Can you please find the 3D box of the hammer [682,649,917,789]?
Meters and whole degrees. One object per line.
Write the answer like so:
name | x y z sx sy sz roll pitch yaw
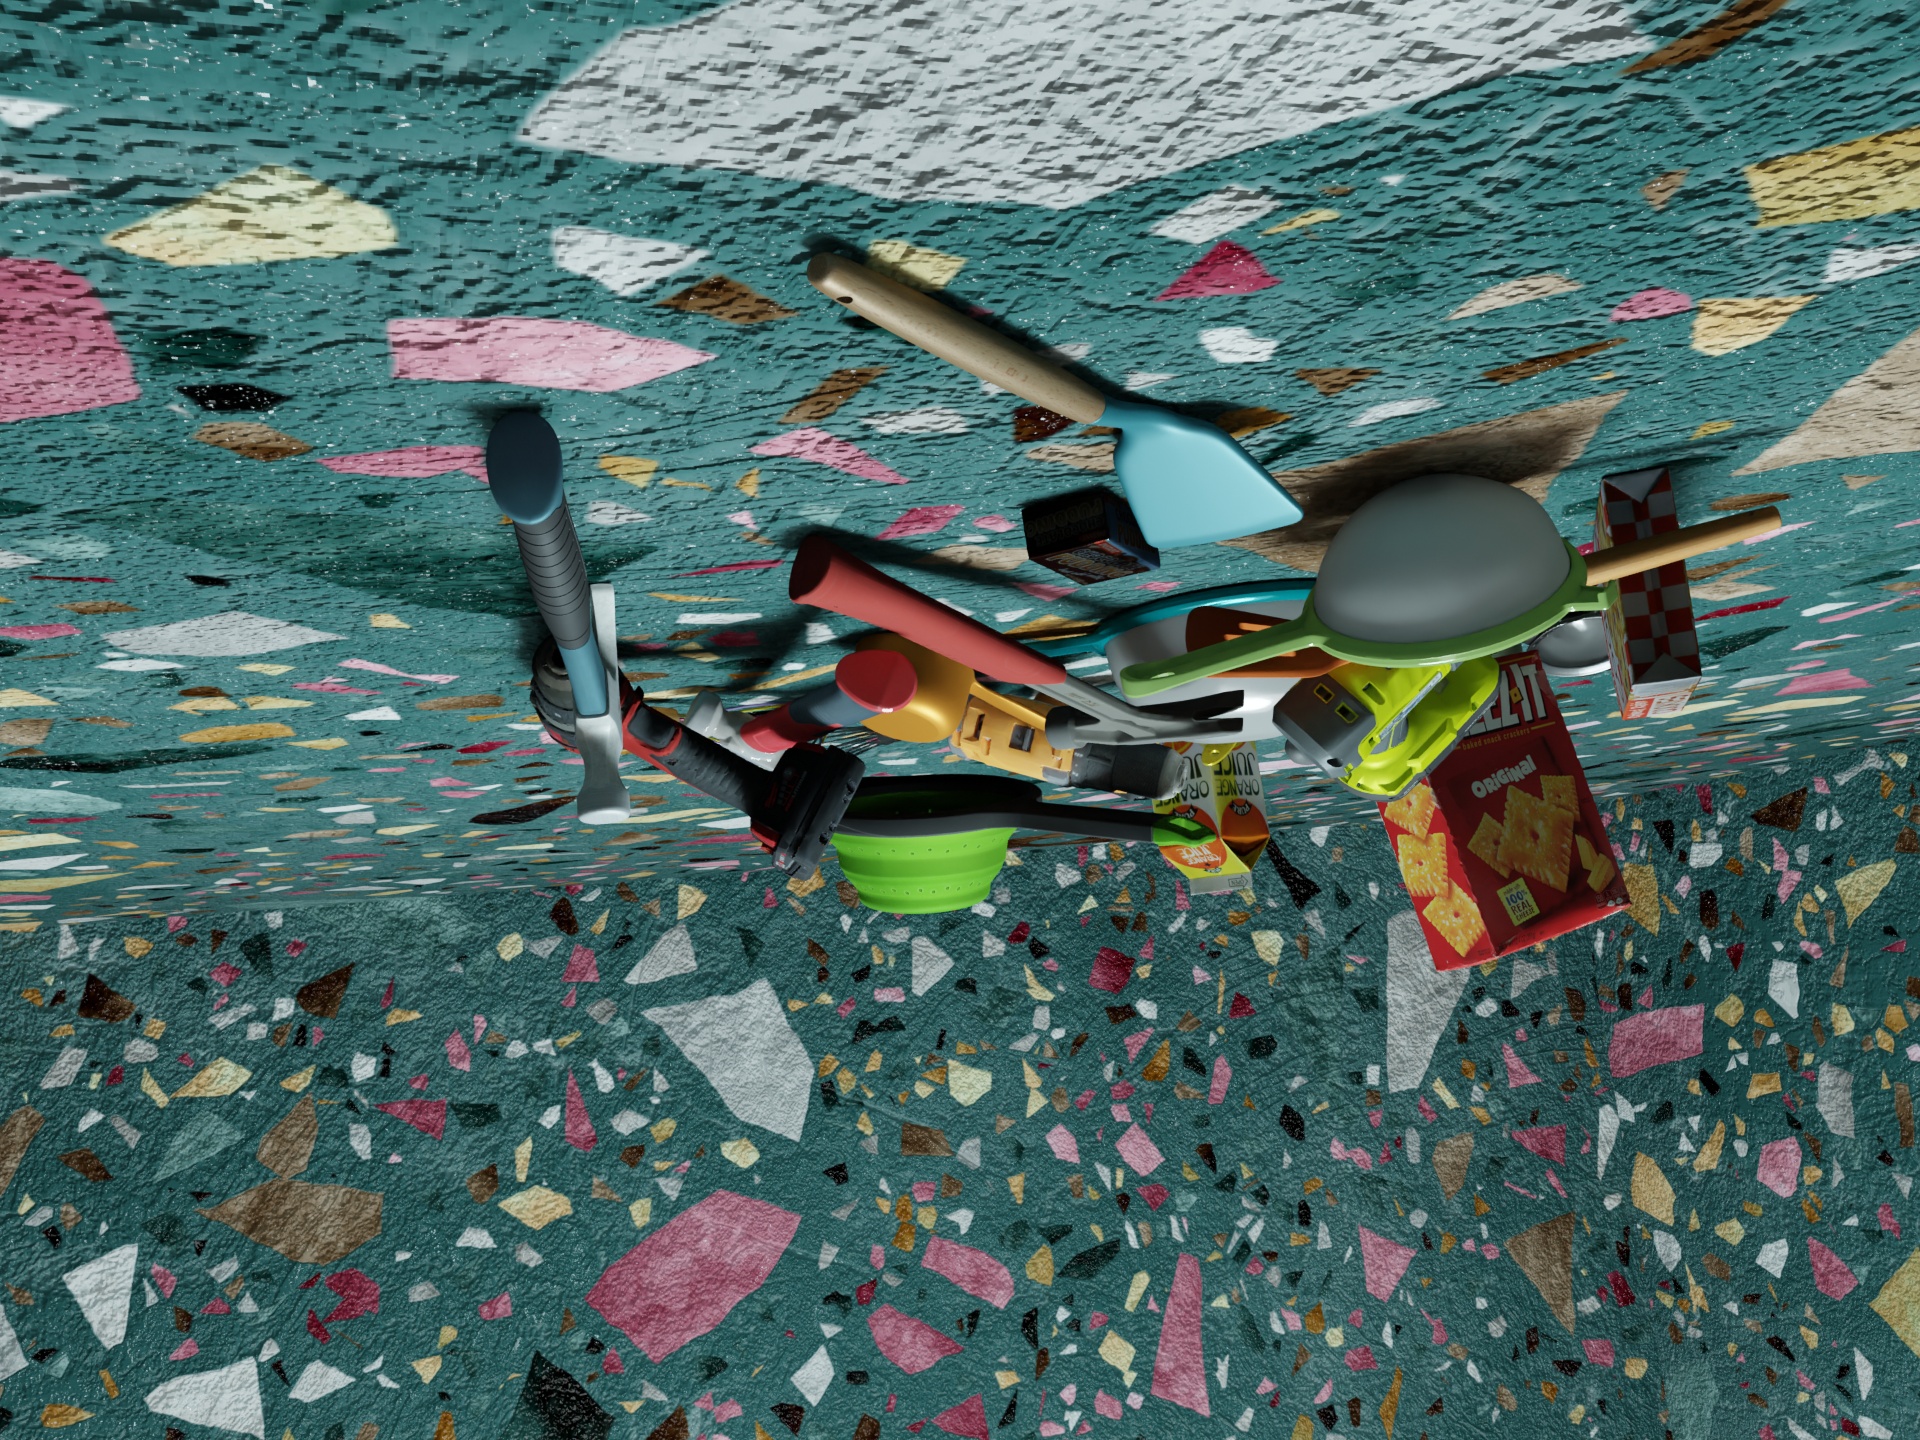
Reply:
hammer | -0.090 0.004 1.097 0.143 0.038 0.386 26 166 -16

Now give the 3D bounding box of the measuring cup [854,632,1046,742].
measuring cup | -0.002 -0.004 1.144 0.173 0.052 0.095 24 157 -19

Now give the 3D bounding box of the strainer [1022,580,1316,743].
strainer | 0.143 -0.025 1.172 0.340 0.095 0.211 -7 171 -3

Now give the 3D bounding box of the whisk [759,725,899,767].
whisk | -0.091 0.019 1.416 0.284 0.070 0.070 -16 168 24

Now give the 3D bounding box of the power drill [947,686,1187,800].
power drill | 0.109 0.022 1.296 0.185 0.084 0.226 15 -177 19

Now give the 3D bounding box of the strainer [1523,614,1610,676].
strainer | 0.433 -0.070 1.261 0.258 0.050 0.086 3 149 -16

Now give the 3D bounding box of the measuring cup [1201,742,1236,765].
measuring cup | 0.234 -0.005 1.271 0.062 0.029 0.156 16 -133 34

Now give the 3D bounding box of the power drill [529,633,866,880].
power drill | -0.181 0.016 1.053 0.226 0.080 0.188 27 166 -2

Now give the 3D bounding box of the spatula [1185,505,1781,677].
spatula | 0.288 -0.074 0.896 0.322 0.041 0.081 -16 -150 16

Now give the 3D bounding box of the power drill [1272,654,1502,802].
power drill | 0.297 -0.035 1.034 0.190 0.080 0.228 -47 159 4

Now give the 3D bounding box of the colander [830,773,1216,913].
colander | 0.029 0.109 1.274 0.397 0.094 0.204 3 -171 41

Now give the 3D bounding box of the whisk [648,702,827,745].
whisk | -0.212 -0.001 1.289 0.244 0.051 0.047 6 144 -37

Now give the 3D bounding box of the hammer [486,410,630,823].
hammer | -0.194 -0.052 0.790 0.033 0.128 0.331 -5 162 -9

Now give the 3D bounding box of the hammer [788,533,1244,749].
hammer | 0.032 -0.040 0.982 0.149 0.037 0.358 -7 162 36

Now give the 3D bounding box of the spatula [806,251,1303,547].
spatula | 0.043 -0.126 0.654 0.082 0.044 0.317 -8 170 34

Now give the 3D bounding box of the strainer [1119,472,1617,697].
strainer | 0.204 -0.078 0.858 0.256 0.069 0.152 -17 -153 1

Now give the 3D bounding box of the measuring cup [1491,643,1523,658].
measuring cup | 0.402 -0.060 1.312 0.167 0.038 0.083 5 165 -43

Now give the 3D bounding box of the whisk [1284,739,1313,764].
whisk | 0.295 0.021 1.277 0.055 0.055 0.239 -10 177 24
